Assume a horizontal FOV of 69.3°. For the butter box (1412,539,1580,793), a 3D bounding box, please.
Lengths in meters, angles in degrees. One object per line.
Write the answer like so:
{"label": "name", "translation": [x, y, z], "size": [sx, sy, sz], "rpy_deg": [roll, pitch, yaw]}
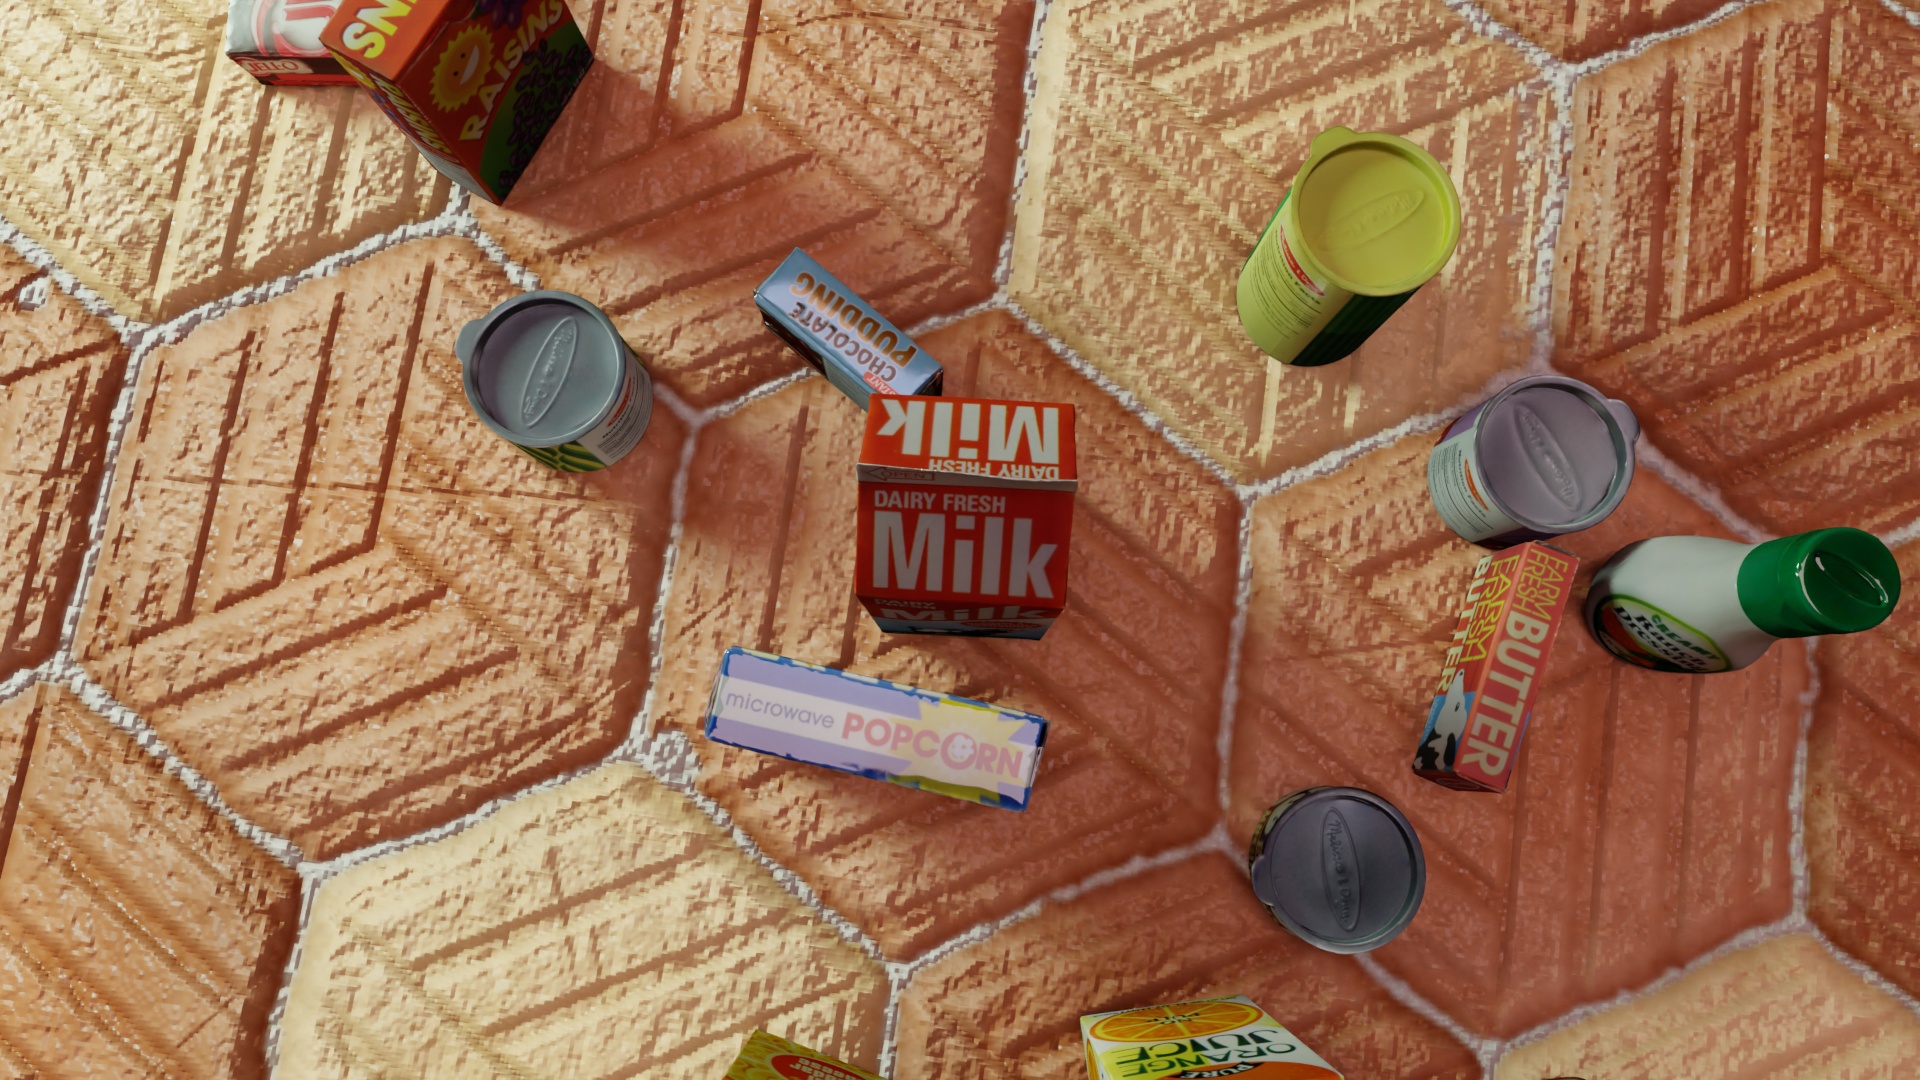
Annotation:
{"label": "butter box", "translation": [0.223, 0.053, 0.581], "size": [0.024, 0.053, 0.103], "rpy_deg": [21, 82, 2]}

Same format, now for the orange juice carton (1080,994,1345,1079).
{"label": "orange juice carton", "translation": [0.090, 0.215, 0.482], "size": [0.072, 0.192, 0.073], "rpy_deg": [-7, 82, -2]}

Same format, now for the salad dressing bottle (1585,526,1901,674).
{"label": "salad dressing bottle", "translation": [0.298, 0.022, 0.539], "size": [0.064, 0.147, 0.044], "rpy_deg": [38, 83, 5]}

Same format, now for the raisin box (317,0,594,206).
{"label": "raisin box", "translation": [-0.204, -0.204, 0.579], "size": [0.040, 0.123, 0.086], "rpy_deg": [30, 82, 4]}

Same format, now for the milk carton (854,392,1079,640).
{"label": "milk carton", "translation": [0.002, -0.006, 0.517], "size": [0.072, 0.190, 0.073], "rpy_deg": [3, 82, 0]}

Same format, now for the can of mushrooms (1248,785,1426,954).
{"label": "can of mushrooms", "translation": [0.153, 0.135, 0.576], "size": [0.071, 0.033, 0.071], "rpy_deg": [0, 81, -1]}

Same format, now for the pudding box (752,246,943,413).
{"label": "pudding box", "translation": [-0.048, -0.084, 0.600], "size": [0.084, 0.049, 0.030], "rpy_deg": [40, 83, 5]}

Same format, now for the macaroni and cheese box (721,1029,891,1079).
{"label": "macaroni and cheese box", "translation": [-0.034, 0.228, 0.492], "size": [0.124, 0.166, 0.040], "rpy_deg": [20, 82, 2]}

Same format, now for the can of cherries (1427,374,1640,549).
{"label": "can of cherries", "translation": [0.243, -0.032, 0.592], "size": [0.071, 0.058, 0.071], "rpy_deg": [0, 81, -1]}

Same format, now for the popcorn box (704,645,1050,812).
{"label": "popcorn box", "translation": [-0.032, 0.075, 0.557], "size": [0.127, 0.085, 0.038], "rpy_deg": [13, 82, 1]}

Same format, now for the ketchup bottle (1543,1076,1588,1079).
{"label": "ketchup bottle", "translation": [0.240, 0.237, 0.503], "size": [0.065, 0.148, 0.043], "rpy_deg": [-25, 83, -4]}

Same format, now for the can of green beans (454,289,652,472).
{"label": "can of green beans", "translation": [-0.169, -0.066, 0.591], "size": [0.071, 0.057, 0.071], "rpy_deg": [0, 81, -1]}

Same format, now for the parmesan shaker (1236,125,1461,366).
{"label": "parmesan shaker", "translation": [0.157, -0.120, 0.582], "size": [0.071, 0.103, 0.071], "rpy_deg": [0, 82, -1]}
